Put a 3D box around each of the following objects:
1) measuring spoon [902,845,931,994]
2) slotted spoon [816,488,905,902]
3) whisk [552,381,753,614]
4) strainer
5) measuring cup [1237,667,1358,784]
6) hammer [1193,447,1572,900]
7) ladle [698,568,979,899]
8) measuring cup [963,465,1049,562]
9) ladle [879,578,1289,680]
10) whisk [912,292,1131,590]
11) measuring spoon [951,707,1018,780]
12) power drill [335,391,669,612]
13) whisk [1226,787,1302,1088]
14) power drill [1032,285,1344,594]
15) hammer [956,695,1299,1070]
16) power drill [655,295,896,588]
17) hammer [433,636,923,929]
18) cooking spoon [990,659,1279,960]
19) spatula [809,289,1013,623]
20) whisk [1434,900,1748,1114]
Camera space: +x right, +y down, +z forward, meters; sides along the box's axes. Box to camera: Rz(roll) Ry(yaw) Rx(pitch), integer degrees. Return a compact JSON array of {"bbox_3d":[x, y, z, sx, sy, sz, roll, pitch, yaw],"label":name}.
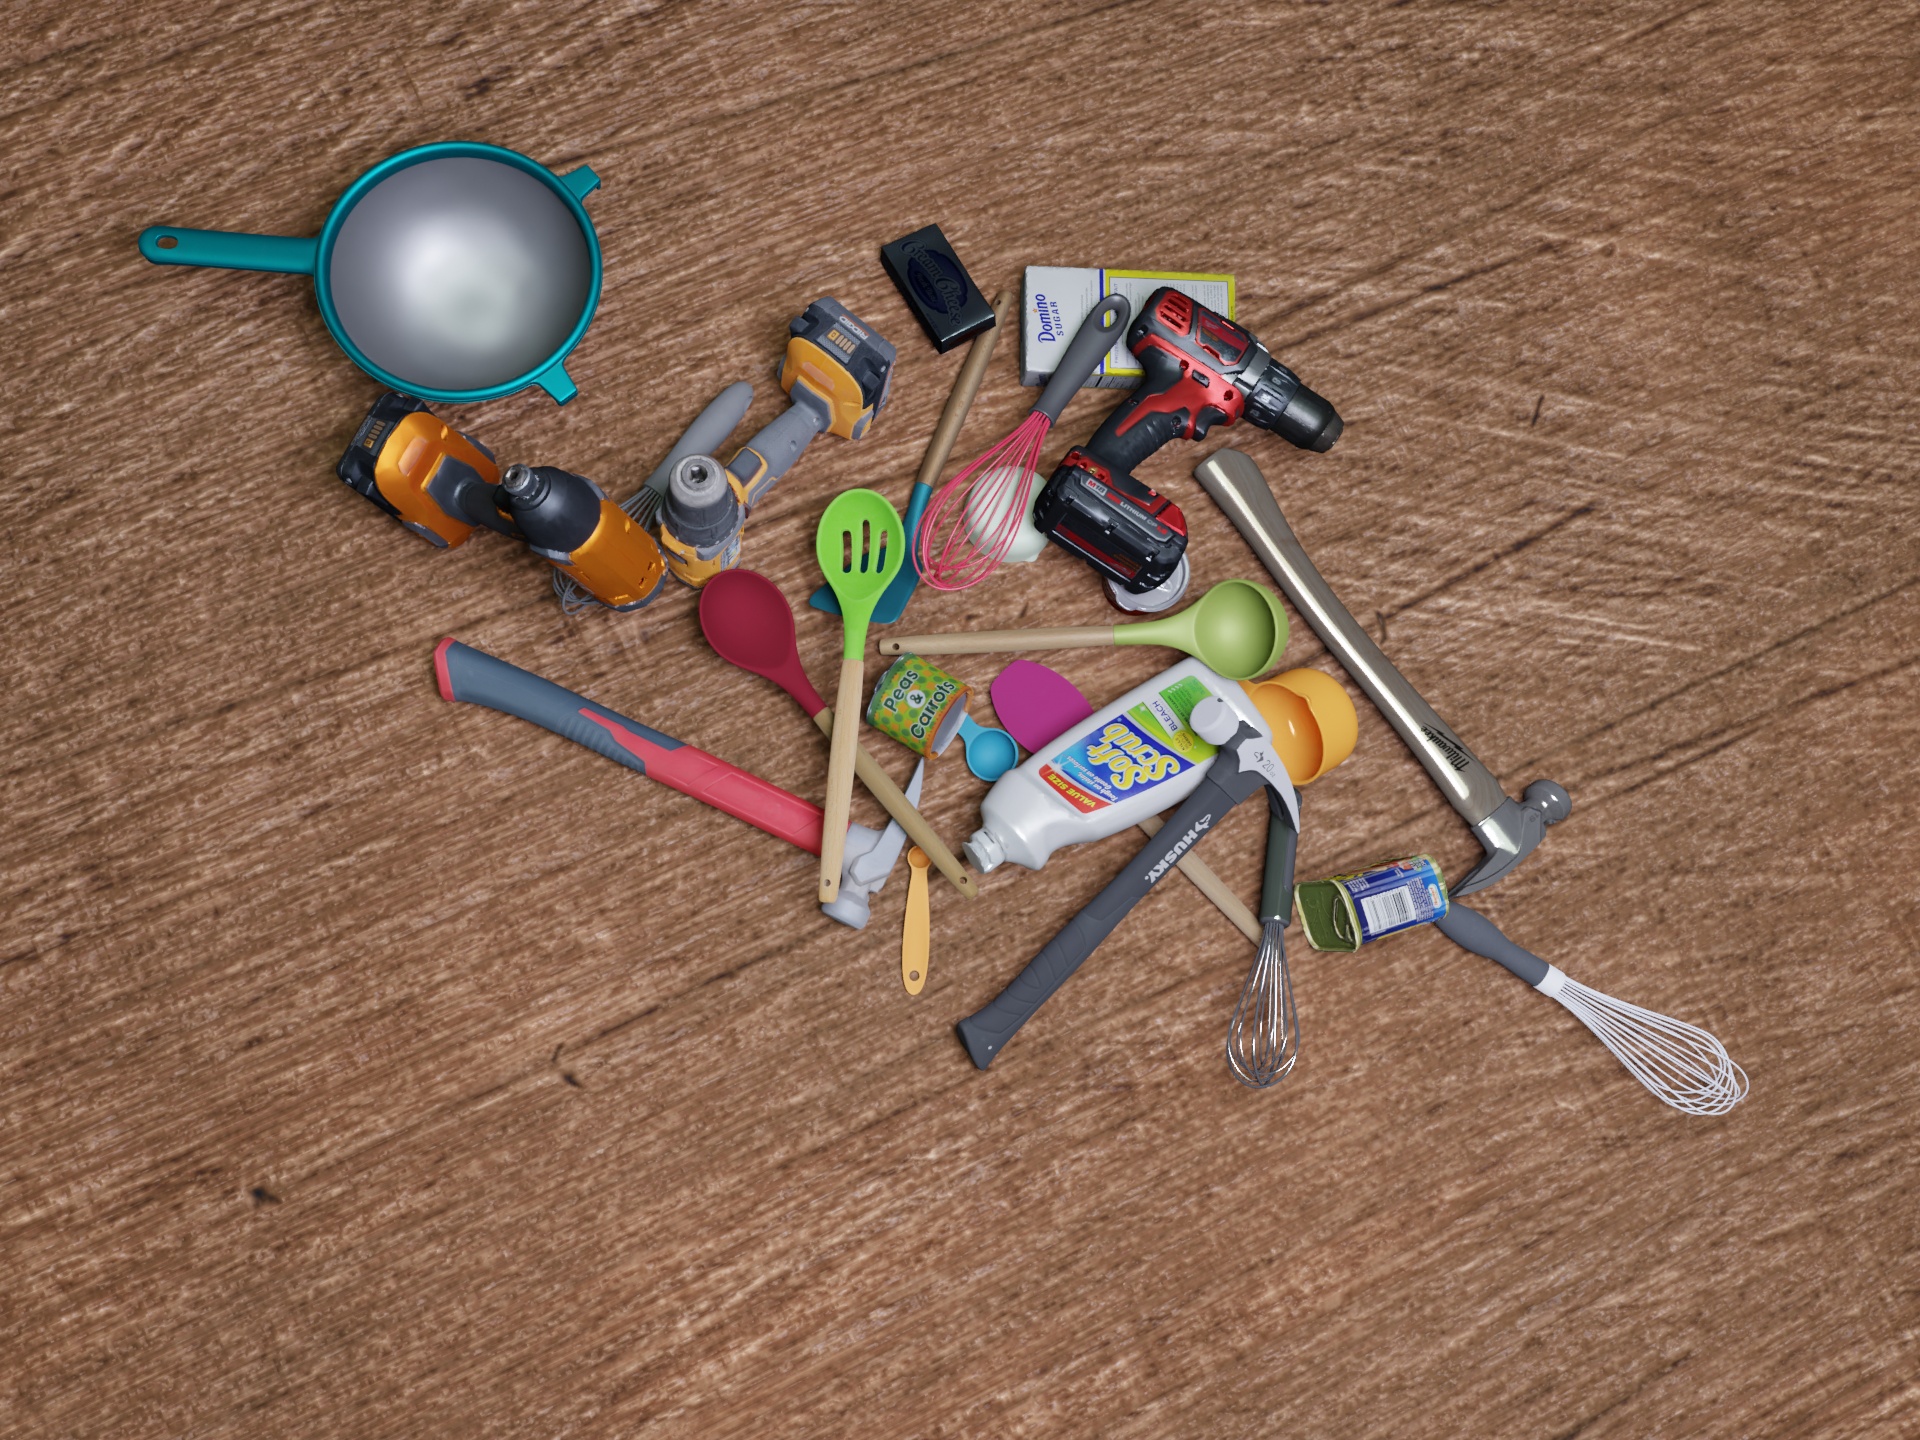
[{"bbox_3d":[-0.034,0.156,1.249,0.021,0.011,0.117,3,85,-6],"label":"measuring spoon"},{"bbox_3d":[-0.086,-0.020,1.199,0.070,0.031,0.314,3,80,11],"label":"slotted spoon"},{"bbox_3d":[-0.240,-0.179,1.257,0.055,0.055,0.239,37,75,0],"label":"whisk"},{"bbox_3d":[-0.444,-0.336,1.230,0.340,0.095,0.211,4,79,-4],"label":"strainer"},{"bbox_3d":[0.250,-0.029,1.282,0.052,0.095,0.174,-21,61,-29],"label":"measuring cup"},{"bbox_3d":[0.320,-0.047,1.292,0.146,0.038,0.411,-36,85,-24],"label":"hammer"},{"bbox_3d":[-0.090,0.013,1.218,0.069,0.031,0.315,-39,85,-13],"label":"ladle"},{"bbox_3d":[0.081,-0.190,1.294,0.167,0.038,0.083,-29,86,-7],"label":"measuring cup"},{"bbox_3d":[0.092,-0.065,1.236,0.320,0.062,0.078,-2,94,9],"label":"ladle"},{"bbox_3d":[0.054,-0.222,1.250,0.073,0.073,0.296,33,75,-1],"label":"whisk"},{"bbox_3d":[-0.002,-0.004,1.273,0.042,0.021,0.129,-45,79,10],"label":"measuring spoon"},{"bbox_3d":[-0.337,-0.162,1.148,0.227,0.164,0.084,22,79,24],"label":"power drill"},{"bbox_3d":[0.245,0.165,1.242,0.059,0.057,0.246,-7,61,36],"label":"whisk"},{"bbox_3d":[0.180,-0.210,1.242,0.188,0.080,0.227,33,72,-2],"label":"power drill"},{"bbox_3d":[0.122,0.141,1.218,0.335,0.035,0.146,-47,128,3],"label":"hammer"},{"bbox_3d":[-0.145,-0.212,1.202,0.084,0.185,0.226,38,77,1],"label":"power drill"},{"bbox_3d":[-0.220,0.017,1.232,0.386,0.038,0.143,26,79,-2],"label":"hammer"},{"bbox_3d":[0.145,0.075,1.275,0.319,0.017,0.069,46,69,2],"label":"cooking spoon"},{"bbox_3d":[-0.022,-0.217,1.284,0.082,0.044,0.317,15,76,29],"label":"spatula"},{"bbox_3d":[0.501,0.227,1.279,0.284,0.070,0.070,33,80,4],"label":"whisk"}]
